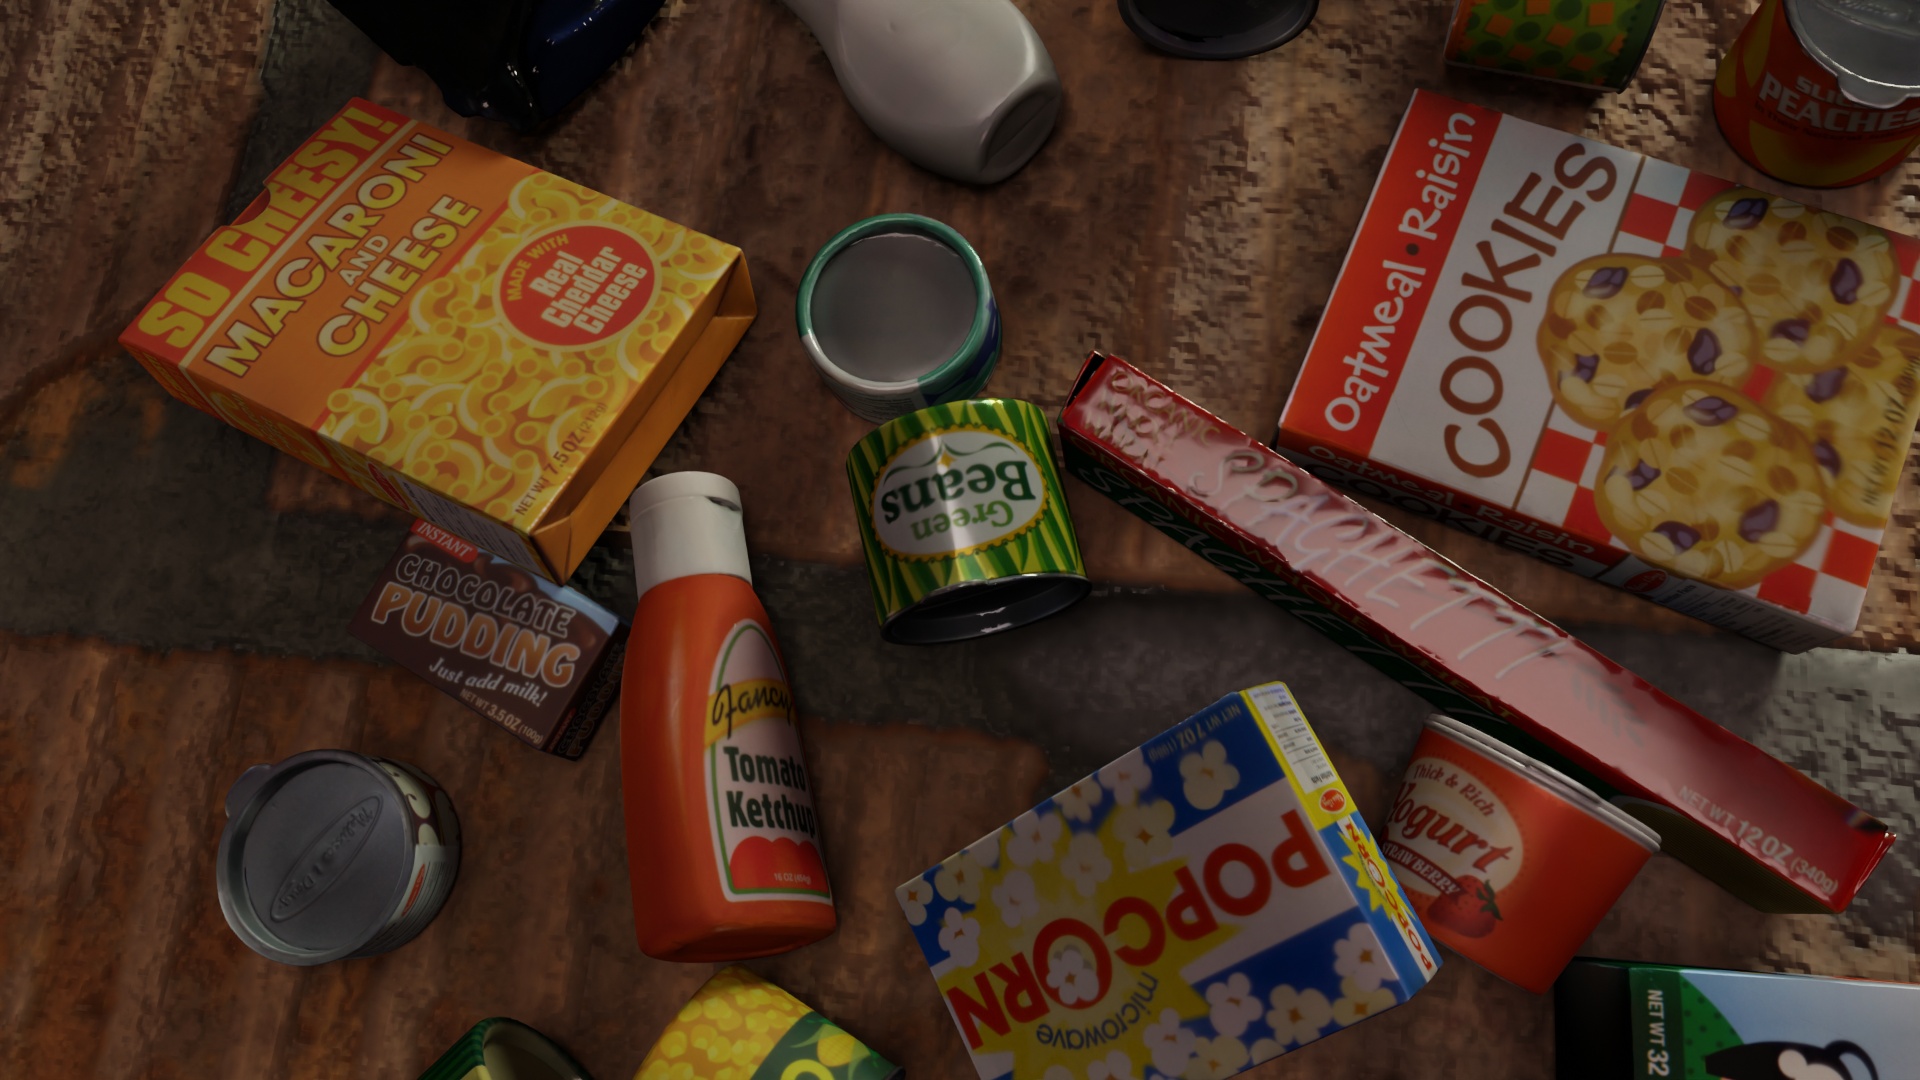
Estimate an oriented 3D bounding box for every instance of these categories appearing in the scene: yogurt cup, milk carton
[{"bbox_3d":[0.148,0.087,0.384,0.072,0.072,0.054,30,90,14],"label":"yogurt cup"},{"bbox_3d":[0.257,0.148,0.346,0.191,0.073,0.072,3,76,9],"label":"milk carton"}]

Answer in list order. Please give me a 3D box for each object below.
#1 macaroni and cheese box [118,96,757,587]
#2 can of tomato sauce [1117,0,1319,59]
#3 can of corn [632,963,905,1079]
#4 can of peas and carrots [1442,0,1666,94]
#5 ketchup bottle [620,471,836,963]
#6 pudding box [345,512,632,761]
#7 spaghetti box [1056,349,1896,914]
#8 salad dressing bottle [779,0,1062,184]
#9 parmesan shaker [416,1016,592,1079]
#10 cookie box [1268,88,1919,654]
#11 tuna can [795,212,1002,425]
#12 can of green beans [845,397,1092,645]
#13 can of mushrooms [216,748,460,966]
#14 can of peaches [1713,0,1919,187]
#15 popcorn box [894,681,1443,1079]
[{"bbox_3d":[-0.173,-0.074,0.471,0.166,0.040,0.124,24,64,13],"label":"macaroni and cheese box"},{"bbox_3d":[0.091,-0.219,0.470,0.071,0.071,0.083,5,76,10],"label":"can of tomato sauce"},{"bbox_3d":[-0.058,0.162,0.390,0.058,0.071,0.071,28,81,15],"label":"can of corn"},{"bbox_3d":[0.193,-0.184,0.446,0.059,0.071,0.071,14,78,12],"label":"can of peas and carrots"},{"bbox_3d":[-0.078,0.051,0.430,0.043,0.064,0.149,-25,63,25],"label":"ketchup bottle"},{"bbox_3d":[-0.152,0.031,0.460,0.084,0.030,0.050,28,80,14],"label":"pudding box"},{"bbox_3d":[0.136,0.024,0.409,0.250,0.050,0.029,34,82,15],"label":"spaghetti box"},{"bbox_3d":[-0.030,-0.187,0.494,0.064,0.044,0.148,-45,73,-3],"label":"salad dressing bottle"},{"bbox_3d":[-0.152,0.199,0.398,0.103,0.071,0.071,-43,74,-5],"label":"parmesan shaker"},{"bbox_3d":[0.196,-0.055,0.427,0.167,0.040,0.123,22,79,12],"label":"cookie box"},{"bbox_3d":[-0.019,-0.076,0.468,0.071,0.032,0.071,-2,76,8],"label":"tuna can"},{"bbox_3d":[0.002,-0.005,0.428,0.071,0.071,0.058,-15,74,5],"label":"can of green beans"},{"bbox_3d":[-0.200,0.100,0.447,0.071,0.033,0.071,-2,76,8],"label":"can of mushrooms"},{"bbox_3d":[0.277,-0.150,0.431,0.071,0.058,0.071,-2,76,8],"label":"can of peaches"},{"bbox_3d":[0.053,0.105,0.380,0.126,0.038,0.085,-35,72,26],"label":"popcorn box"}]
